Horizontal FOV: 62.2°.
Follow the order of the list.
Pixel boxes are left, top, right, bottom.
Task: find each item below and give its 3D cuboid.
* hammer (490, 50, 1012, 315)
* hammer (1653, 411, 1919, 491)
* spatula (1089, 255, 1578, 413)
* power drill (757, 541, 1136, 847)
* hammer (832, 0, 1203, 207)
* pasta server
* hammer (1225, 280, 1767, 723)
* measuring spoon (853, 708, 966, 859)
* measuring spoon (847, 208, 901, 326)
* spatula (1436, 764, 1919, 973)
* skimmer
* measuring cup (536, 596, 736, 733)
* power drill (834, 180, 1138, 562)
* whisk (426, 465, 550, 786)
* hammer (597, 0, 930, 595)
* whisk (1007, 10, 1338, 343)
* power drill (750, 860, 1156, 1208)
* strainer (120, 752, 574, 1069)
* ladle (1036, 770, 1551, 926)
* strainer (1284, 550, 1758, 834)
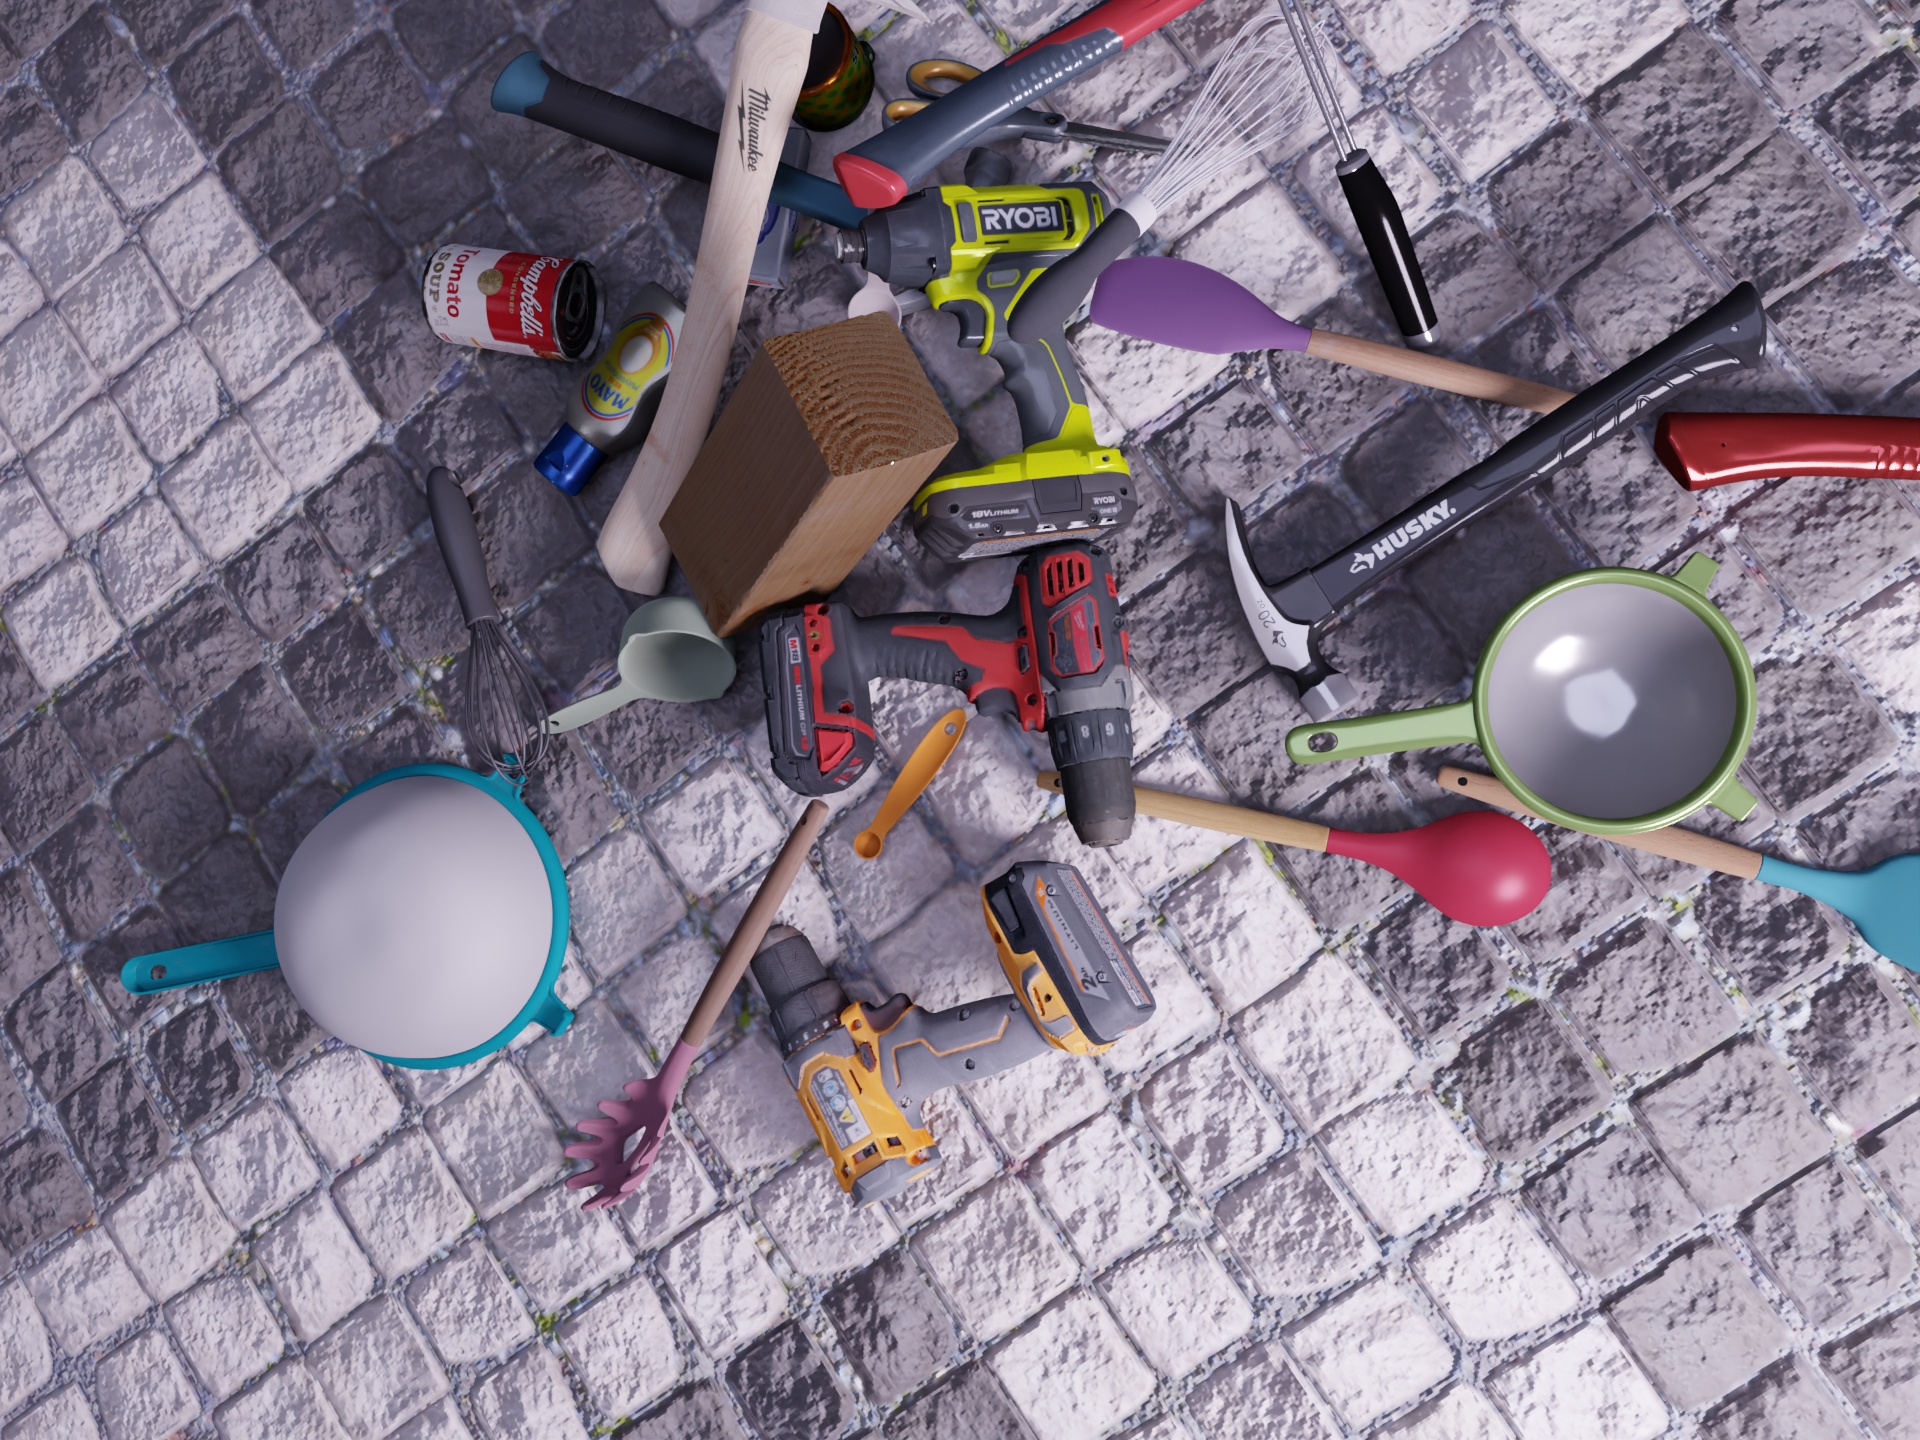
[{"bbox_3d":[-0.142,-0.359,1.031,0.331,0.033,0.128,21,90,0],"label":"hammer"},{"bbox_3d":[0.586,-0.161,0.896,0.359,0.036,0.149,5,88,12],"label":"hammer"},{"bbox_3d":[0.234,-0.225,0.957,0.316,0.018,0.060,15,75,2],"label":"spatula"},{"bbox_3d":[-0.002,-0.003,0.991,0.226,0.080,0.188,-9,80,8],"label":"power drill"},{"bbox_3d":[0.088,-0.431,0.960,0.386,0.038,0.143,-31,61,-2],"label":"hammer"},{"bbox_3d":[-0.166,0.183,1.014,0.060,0.040,0.316,41,109,35],"label":"pasta server"},{"bbox_3d":[0.312,-0.146,0.934,0.335,0.035,0.146,-34,81,17],"label":"hammer"},{"bbox_3d":[-0.031,0.041,1.035,0.021,0.011,0.117,35,91,15],"label":"measuring spoon"},{"bbox_3d":[-0.052,-0.298,1.009,0.034,0.018,0.124,7,83,-14],"label":"measuring spoon"},{"bbox_3d":[0.434,0.075,0.914,0.317,0.044,0.082,16,91,13],"label":"spatula"},{"bbox_3d":[0.184,-0.375,0.917,0.127,0.090,0.363,-41,118,-16],"label":"skimmer"},{"bbox_3d":[-0.220,-0.033,1.059,0.167,0.083,0.038,-22,50,28],"label":"measuring cup"},{"bbox_3d":[0.019,-0.217,0.979,0.171,0.080,0.223,-8,85,-14],"label":"power drill"},{"bbox_3d":[-0.327,-0.067,1.077,0.055,0.055,0.239,-23,75,10],"label":"whisk"},{"bbox_3d":[-0.145,-0.272,1.006,0.146,0.038,0.410,19,107,3],"label":"hammer"},{"bbox_3d":[0.125,-0.327,0.957,0.070,0.070,0.284,42,79,11],"label":"whisk"},{"bbox_3d":[-0.017,0.170,0.990,0.226,0.084,0.185,-35,73,14],"label":"power drill"},{"bbox_3d":[-0.438,0.147,1.072,0.340,0.095,0.211,-12,85,10],"label":"strainer"},{"bbox_3d":[0.199,0.066,0.975,0.315,0.031,0.069,11,89,14],"label":"ladle"},{"bbox_3d":[0.320,-0.002,0.930,0.256,0.069,0.151,-9,86,13],"label":"strainer"}]
